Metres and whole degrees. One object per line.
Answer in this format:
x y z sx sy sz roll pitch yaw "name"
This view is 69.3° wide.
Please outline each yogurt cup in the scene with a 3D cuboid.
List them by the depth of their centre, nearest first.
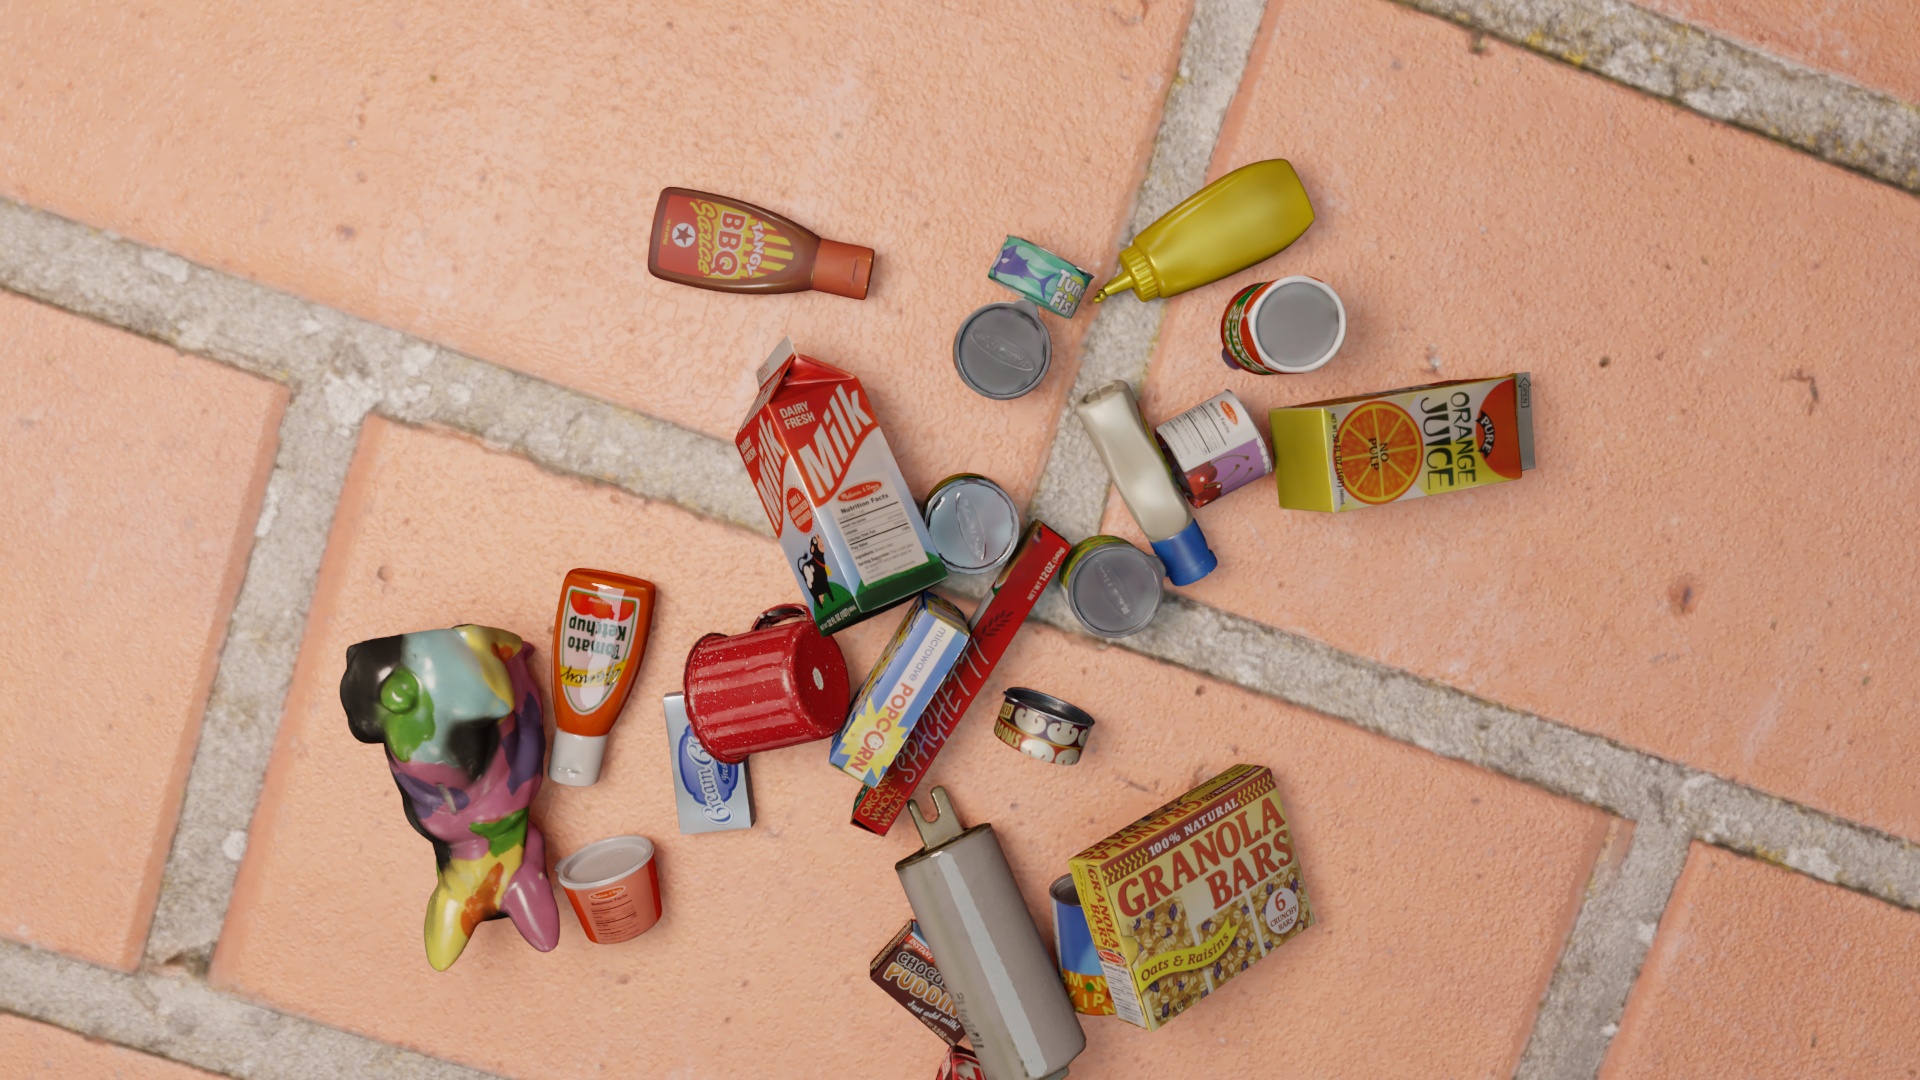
-0.245 0.249 0.986 0.072 0.072 0.053 -12 105 -1 "yogurt cup"

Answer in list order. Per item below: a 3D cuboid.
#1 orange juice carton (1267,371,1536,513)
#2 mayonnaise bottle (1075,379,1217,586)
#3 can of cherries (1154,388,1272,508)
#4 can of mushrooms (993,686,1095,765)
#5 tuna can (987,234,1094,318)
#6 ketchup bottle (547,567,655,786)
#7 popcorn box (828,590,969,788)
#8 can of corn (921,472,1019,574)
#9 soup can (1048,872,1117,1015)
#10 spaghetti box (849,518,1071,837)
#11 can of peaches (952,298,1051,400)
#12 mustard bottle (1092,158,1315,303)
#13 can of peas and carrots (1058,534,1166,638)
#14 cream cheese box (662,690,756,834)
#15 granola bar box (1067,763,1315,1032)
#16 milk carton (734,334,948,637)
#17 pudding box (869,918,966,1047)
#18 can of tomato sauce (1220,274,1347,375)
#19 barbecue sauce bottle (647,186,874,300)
0.316 -0.069 0.956 0.193 0.073 0.071 -10 97 -17 "orange juice carton"
0.131 -0.039 0.971 0.041 0.065 0.148 -28 101 10 "mayonnaise bottle"
0.176 -0.061 0.969 0.058 0.071 0.071 -28 97 2 "can of cherries"
0.057 0.131 0.983 0.071 0.071 0.033 19 97 -4 "can of mushrooms"
0.056 -0.179 0.947 0.071 0.071 0.033 26 97 -5 "tuna can"
-0.259 0.097 0.978 0.065 0.043 0.148 12 96 -4 "ketchup bottle"
-0.043 0.100 0.966 0.038 0.085 0.126 32 94 -7 "popcorn box"
0.003 -0.012 0.969 0.071 0.058 0.071 0 97 -2 "can of corn"
0.103 0.289 1.002 0.071 0.071 0.083 -6 97 -2 "soup can"
-0.001 0.097 0.985 0.029 0.050 0.250 32 94 -5 "spaghetti box"
0.029 -0.132 0.957 0.071 0.058 0.071 0 96 -2 "can of peaches"
0.161 -0.205 0.959 0.160 0.049 0.065 -27 97 1 "mustard bottle"
0.107 0.030 0.978 0.071 0.059 0.071 0 96 -3 "can of peas and carrots"
-0.180 0.157 0.997 0.053 0.024 0.103 -7 96 0 "cream cheese box"
0.166 0.247 0.977 0.166 0.039 0.124 -22 98 -30 "granola bar box"
-0.089 -0.040 0.933 0.074 0.072 0.190 -21 84 -32 "milk carton"
-0.020 0.324 1.020 0.083 0.030 0.049 42 92 -6 "pudding box"
0.218 -0.145 0.951 0.071 0.083 0.071 0 96 -3 "can of tomato sauce"
-0.135 -0.197 0.950 0.149 0.044 0.064 11 95 -4 "barbecue sauce bottle"
